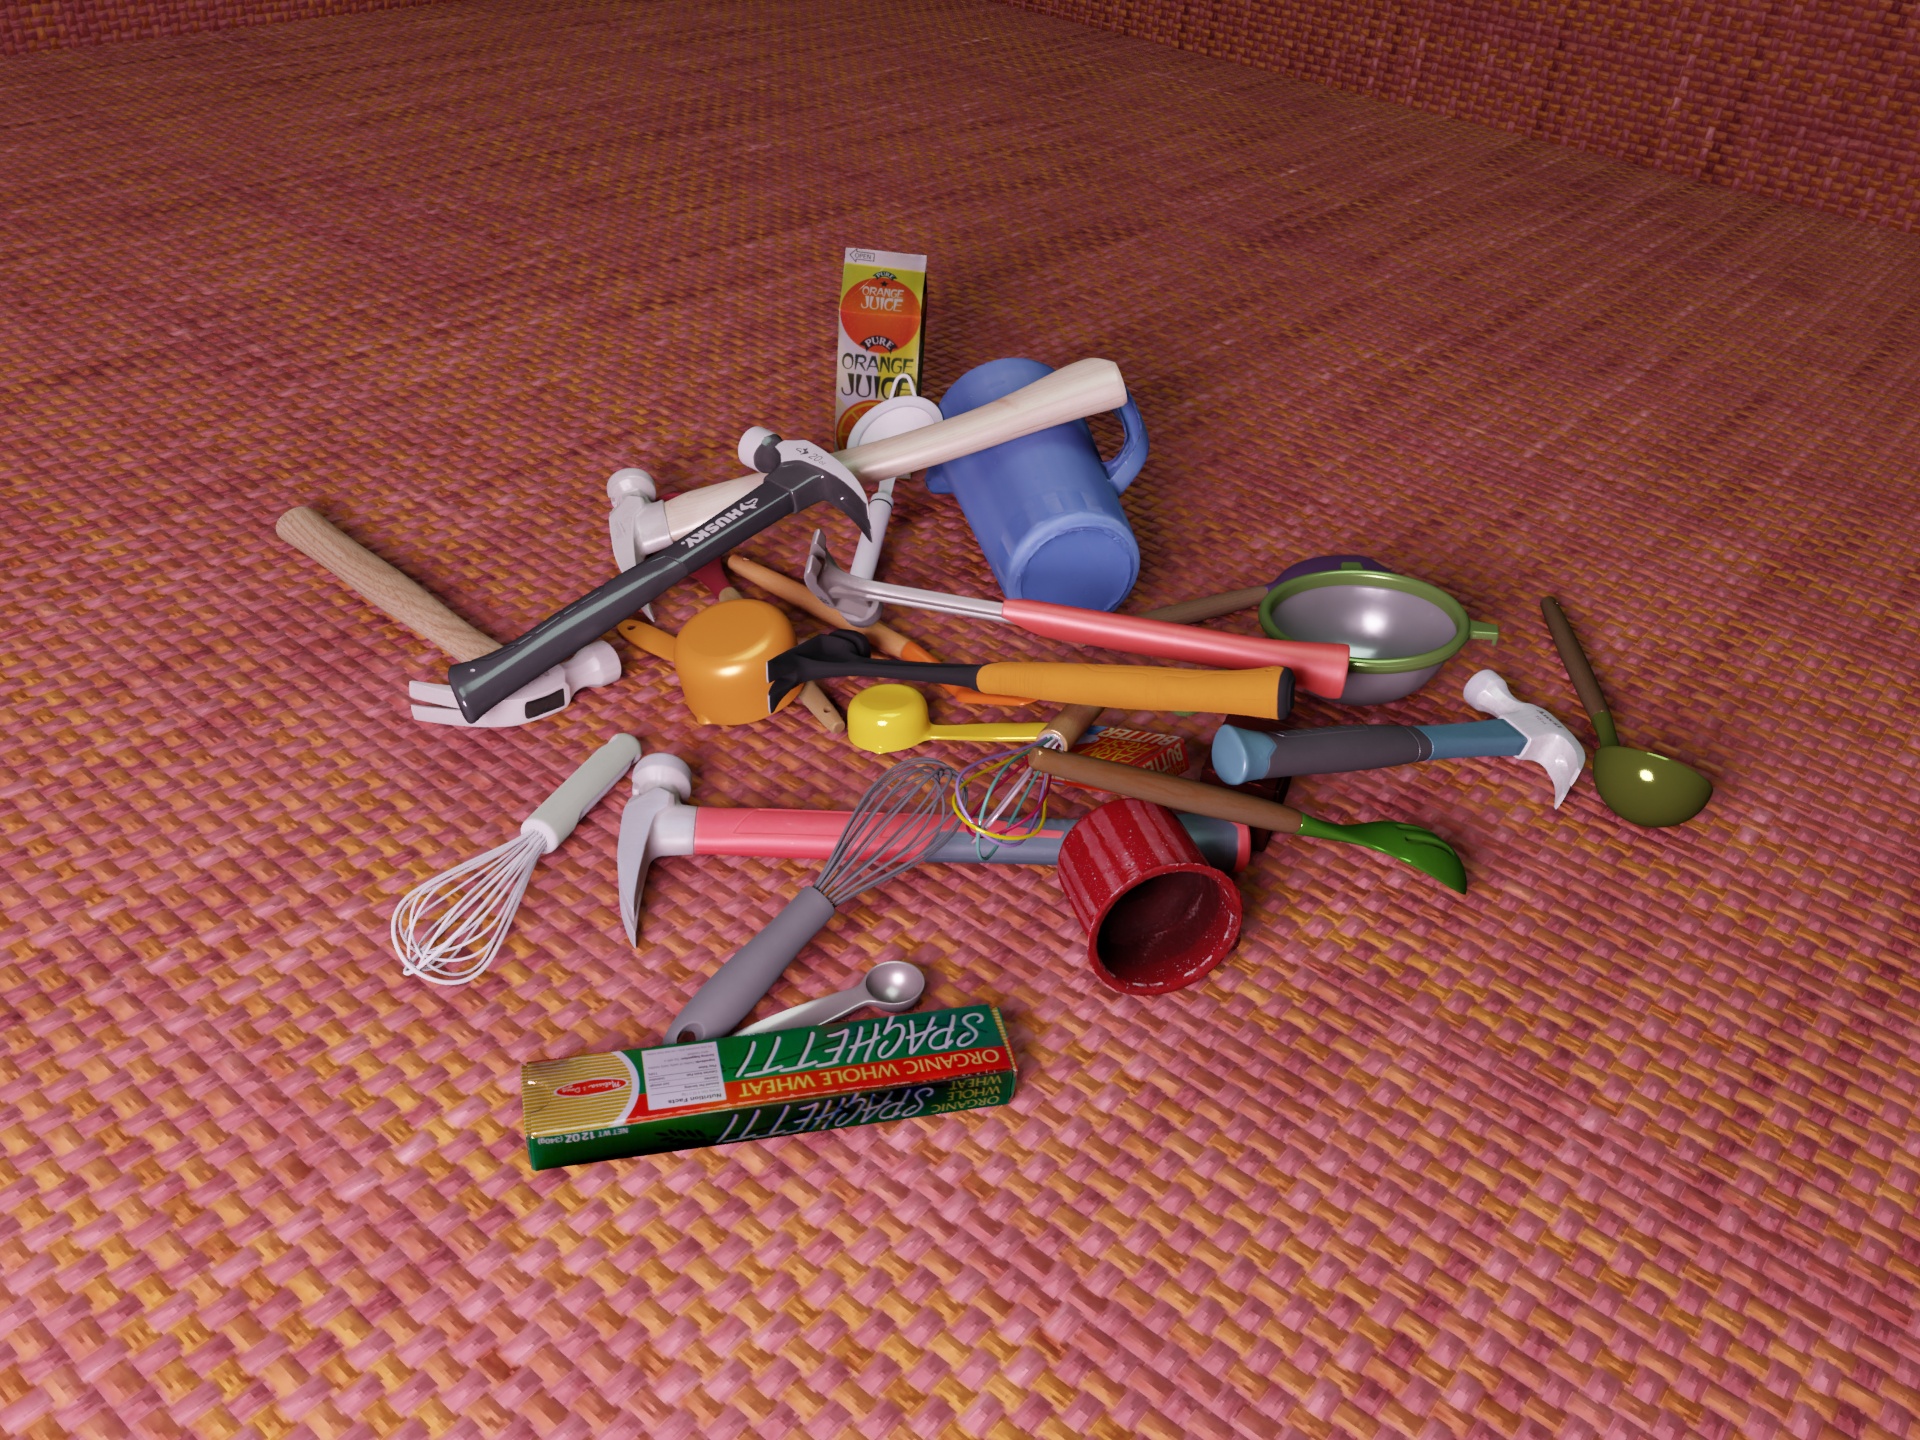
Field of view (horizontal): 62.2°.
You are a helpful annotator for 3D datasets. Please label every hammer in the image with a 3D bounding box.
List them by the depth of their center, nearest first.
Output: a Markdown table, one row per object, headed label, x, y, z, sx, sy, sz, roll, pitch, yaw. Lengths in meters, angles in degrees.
| label | x | y | z | sx | sy | sz | roll | pitch | yaw |
| --- | --- | --- | --- | --- | --- | --- | --- | --- | --- |
| hammer | -0.012 | 0.082 | 0.971 | 0.386 | 0.038 | 0.143 | 2 | 36 | -5 |
| hammer | 0.043 | -0.026 | 1.022 | 0.337 | 0.034 | 0.127 | 4 | 16 | 20 |
| hammer | 0.293 | 0.015 | 1.056 | 0.331 | 0.033 | 0.128 | -3 | 36 | -35 |
| hammer | 0.077 | -0.066 | 1.060 | 0.359 | 0.037 | 0.149 | 10 | -9 | 9 |
| hammer | -0.208 | -0.098 | 1.100 | 0.146 | 0.035 | 0.335 | 30 | 54 | 32 |
| hammer | -0.401 | -0.083 | 1.157 | 0.331 | 0.031 | 0.130 | 30 | 41 | 31 |
| hammer | -0.069 | -0.192 | 1.223 | 0.410 | 0.038 | 0.146 | -17 | 49 | 0 |

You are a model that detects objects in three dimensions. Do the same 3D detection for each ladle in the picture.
| label | x | y | z | sx | sy | sz | roll | pitch | yaw |
| --- | --- | --- | --- | --- | --- | --- | --- | --- | --- |
| ladle | 0.477 | -0.024 | 1.179 | 0.078 | 0.062 | 0.320 | 26 | 31 | -9 |
| ladle | -0.163 | -0.083 | 1.194 | 0.069 | 0.031 | 0.316 | -29 | 47 | -15 |

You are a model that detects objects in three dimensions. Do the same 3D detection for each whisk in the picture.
| label | x | y | z | sx | sy | sz | roll | pitch | yaw |
| --- | --- | --- | --- | --- | --- | --- | --- | --- | --- |
| whisk | -0.078 | 0.104 | 0.887 | 0.055 | 0.055 | 0.239 | 29 | 59 | 29 |
| whisk | -0.255 | 0.074 | 0.948 | 0.059 | 0.057 | 0.246 | 43 | 34 | -7 |
| whisk | 0.052 | 0.025 | 0.977 | 0.047 | 0.051 | 0.245 | -2 | 17 | 22 |

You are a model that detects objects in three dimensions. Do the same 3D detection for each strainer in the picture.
| label | x | y | z | sx | sy | sz | roll | pitch | yaw |
| --- | --- | --- | --- | --- | --- | --- | --- | --- | --- |
| strainer | 0.251 | -0.033 | 1.148 | 0.256 | 0.069 | 0.152 | -23 | 36 | -27 |
| strainer | -0.064 | -0.181 | 1.301 | 0.087 | 0.050 | 0.259 | -4 | 50 | 21 |

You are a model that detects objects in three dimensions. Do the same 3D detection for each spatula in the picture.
| label | x | y | z | sx | sy | sz | roll | pitch | yaw |
| --- | --- | --- | --- | --- | --- | --- | --- | --- | --- |
| spatula | -0.056 | -0.070 | 1.179 | 0.323 | 0.041 | 0.081 | 27 | 33 | 30 |
| spatula | 0.222 | -0.098 | 1.279 | 0.316 | 0.018 | 0.060 | -15 | 37 | -29 |

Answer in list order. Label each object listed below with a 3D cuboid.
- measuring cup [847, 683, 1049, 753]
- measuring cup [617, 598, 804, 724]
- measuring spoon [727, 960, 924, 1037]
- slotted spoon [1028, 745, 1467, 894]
| label | x | y | z | sx | sy | sz | roll | pitch | yaw |
| --- | --- | --- | --- | --- | --- | --- | --- | --- | --- |
| measuring cup | -0.002 | -0.003 | 1.078 | 0.156 | 0.029 | 0.062 | 0 | 29 | 13 |
| measuring cup | -0.188 | -0.059 | 1.122 | 0.174 | 0.052 | 0.095 | 23 | 52 | 31 |
| measuring spoon | -0.076 | 0.165 | 0.869 | 0.124 | 0.018 | 0.034 | -19 | 39 | -20 |
| slotted spoon | 0.180 | 0.056 | 0.949 | 0.313 | 0.031 | 0.070 | 14 | 16 | -23 |
